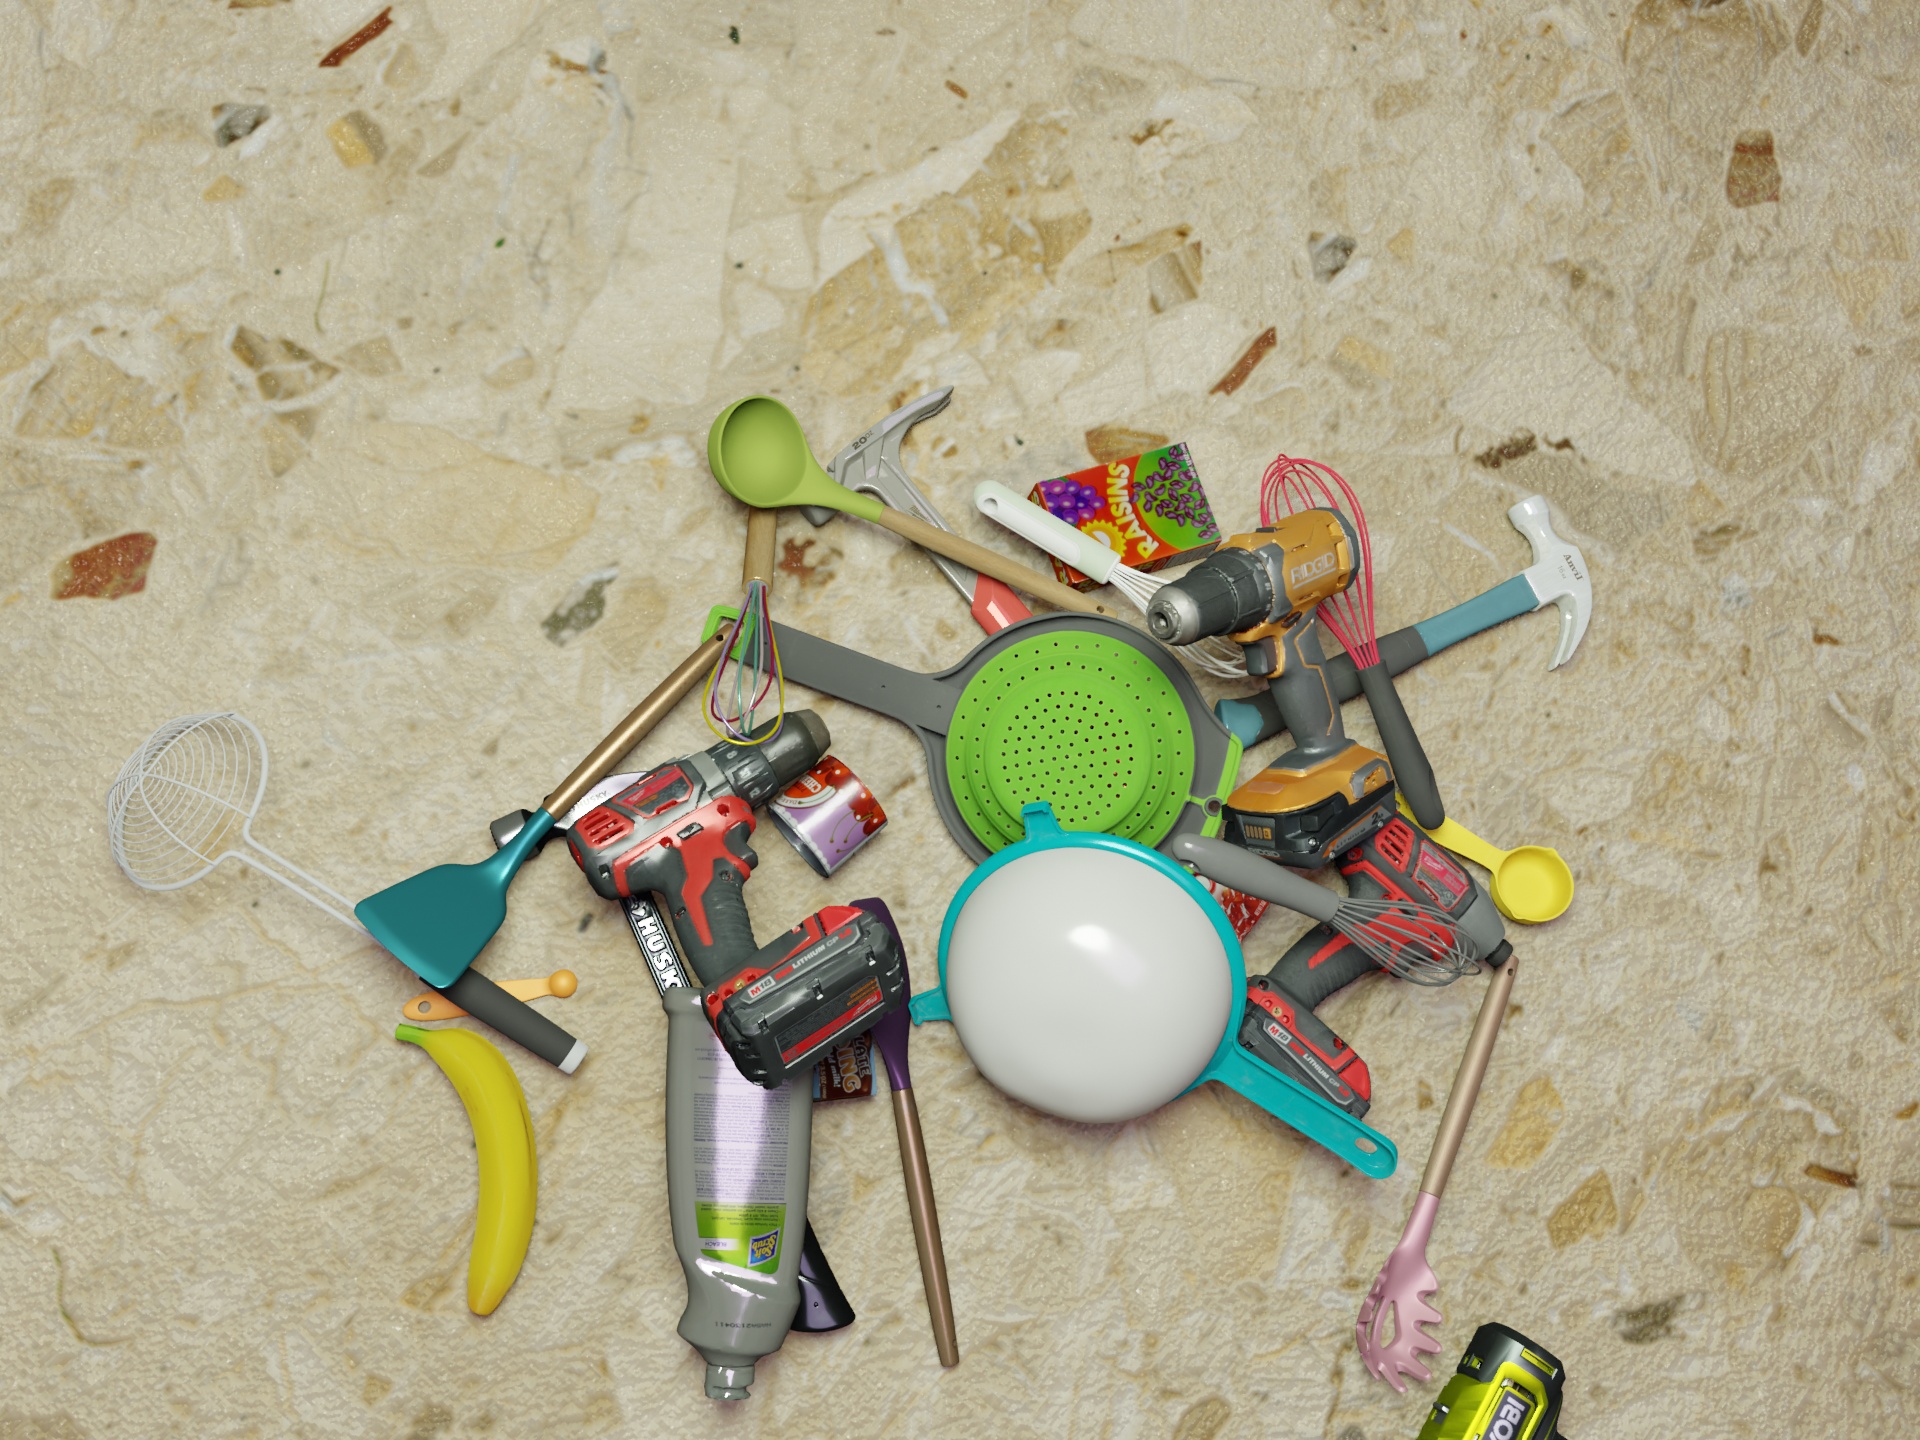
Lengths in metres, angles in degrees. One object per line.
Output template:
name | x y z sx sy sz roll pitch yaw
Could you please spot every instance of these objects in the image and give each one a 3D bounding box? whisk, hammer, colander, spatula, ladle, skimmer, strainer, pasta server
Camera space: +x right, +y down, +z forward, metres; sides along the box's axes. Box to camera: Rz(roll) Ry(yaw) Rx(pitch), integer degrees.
whisk | 0.291 -0.058 1.157 0.073 0.073 0.296 -22 90 -12
hammer | -0.171 0.222 1.083 0.149 0.036 0.409 -24 82 -13
whisk | -0.146 -0.078 1.103 0.047 0.051 0.245 -12 47 11
colander | -0.002 -0.004 1.104 0.397 0.094 0.204 20 91 5
spatula | -0.260 0.042 1.072 0.082 0.044 0.317 38 70 10
ladle | -0.031 -0.141 1.140 0.320 0.062 0.078 24 75 -3
whisk | 0.115 -0.104 1.149 0.246 0.057 0.059 32 41 5
whisk | 0.245 0.124 1.055 0.239 0.055 0.055 23 75 -14
spatula | -0.034 0.277 1.087 0.018 0.059 0.316 -16 80 32
hammer | 0.043 -0.077 1.179 0.149 0.036 0.359 -38 84 -14
skimmer | -0.407 0.126 1.072 0.363 0.090 0.127 35 81 -7
hammer | 0.337 -0.055 1.212 0.331 0.033 0.128 -24 80 -12
strainer | 0.130 0.218 1.030 0.340 0.095 0.211 31 114 5
pasta server | 0.345 0.311 1.125 0.060 0.040 0.316 29 74 -13

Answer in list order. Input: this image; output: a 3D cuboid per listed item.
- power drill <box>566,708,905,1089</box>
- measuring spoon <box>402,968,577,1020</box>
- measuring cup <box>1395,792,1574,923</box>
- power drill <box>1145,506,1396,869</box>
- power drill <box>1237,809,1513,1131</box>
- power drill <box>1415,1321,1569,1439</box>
power drill | -0.124 0.099 1.015 0.188 0.080 0.227 -31 55 -18
measuring spoon | -0.320 0.187 1.083 0.117 0.011 0.021 -9 78 -9
measuring cup | 0.381 0.099 1.191 0.156 0.029 0.062 31 75 13
power drill | 0.209 -0.016 1.073 0.185 0.084 0.226 -24 108 -38
power drill | 0.289 0.181 1.131 0.143 0.078 0.220 42 73 3
power drill | 0.402 0.545 1.058 0.228 0.080 0.190 33 75 4
